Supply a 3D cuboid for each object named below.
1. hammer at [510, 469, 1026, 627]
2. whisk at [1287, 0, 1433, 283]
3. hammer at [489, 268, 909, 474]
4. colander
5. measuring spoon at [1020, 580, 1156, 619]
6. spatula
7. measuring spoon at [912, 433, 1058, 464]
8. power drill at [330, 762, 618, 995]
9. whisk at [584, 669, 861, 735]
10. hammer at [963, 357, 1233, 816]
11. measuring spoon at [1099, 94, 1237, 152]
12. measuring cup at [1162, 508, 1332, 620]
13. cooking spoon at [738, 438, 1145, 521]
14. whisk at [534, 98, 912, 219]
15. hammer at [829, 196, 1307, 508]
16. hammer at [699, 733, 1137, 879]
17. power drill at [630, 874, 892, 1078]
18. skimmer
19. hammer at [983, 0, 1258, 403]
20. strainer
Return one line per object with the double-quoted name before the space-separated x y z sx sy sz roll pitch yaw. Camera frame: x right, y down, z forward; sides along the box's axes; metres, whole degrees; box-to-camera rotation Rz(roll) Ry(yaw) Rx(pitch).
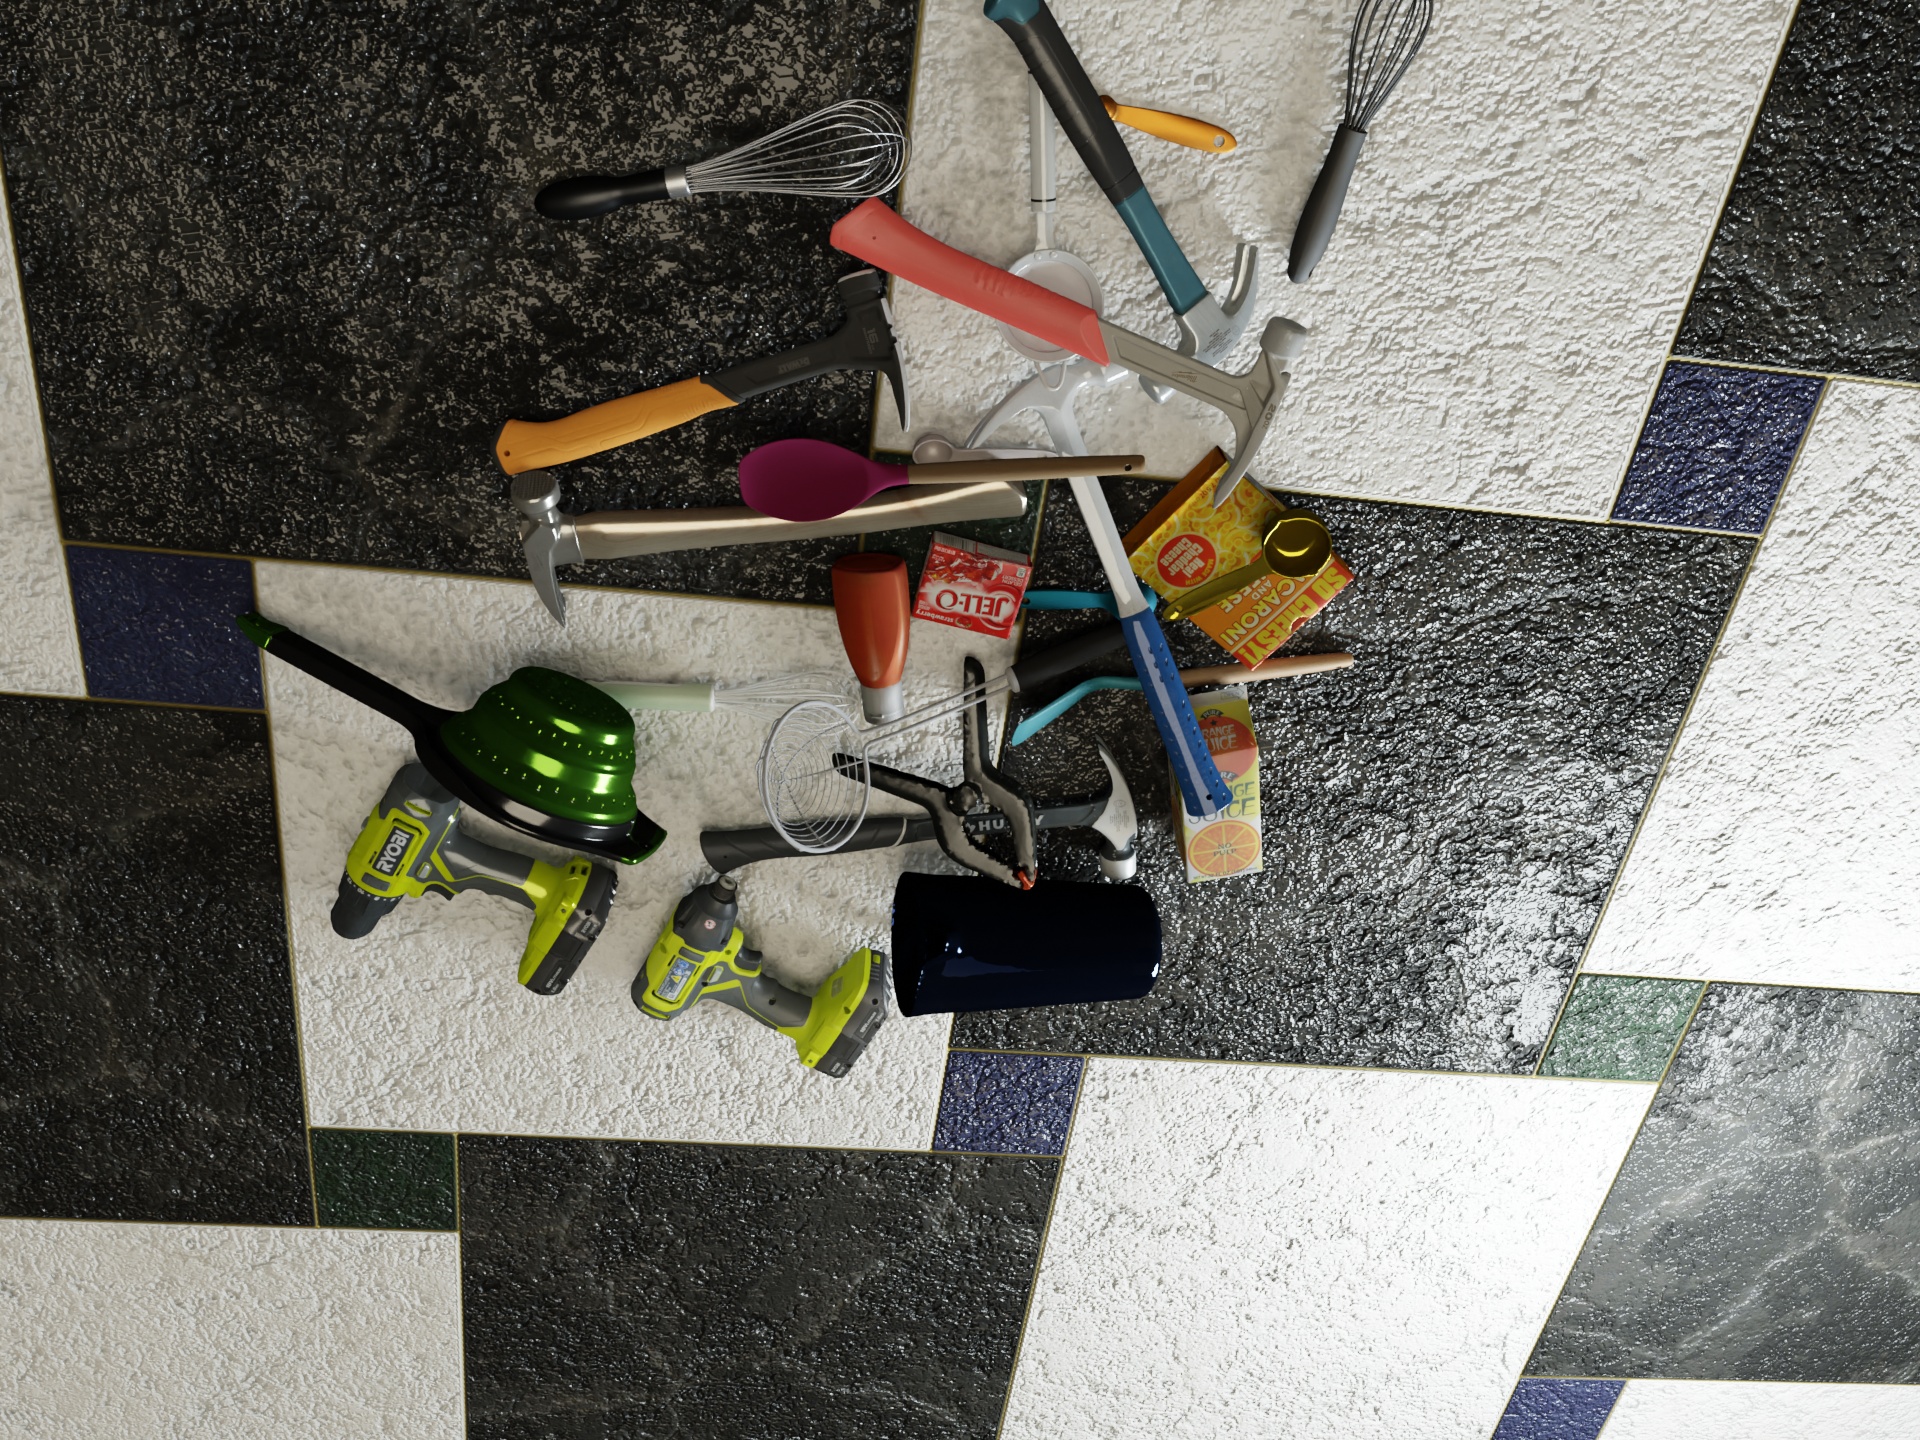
"hammer" -0.150 -0.157 1.315 0.410 0.038 0.146 -6 139 -6
"whisk" 0.294 -0.441 1.190 0.055 0.055 0.238 10 123 -11
"hammer" -0.208 -0.247 1.255 0.337 0.034 0.127 -15 102 7
"colander" -0.411 -0.021 1.326 0.397 0.204 0.094 29 101 0
"measuring spoon" 0.105 -0.099 1.378 0.128 0.021 0.042 1 132 7
"spatula" 0.200 -0.026 1.429 0.317 0.044 0.082 -7 165 -4
"measuring spoon" 0.021 -0.224 1.315 0.124 0.018 0.034 0 146 -13
"power drill" -0.453 0.161 1.466 0.228 0.080 0.190 28 114 -17
"whisk" -0.211 -0.020 1.401 0.246 0.058 0.059 3 86 -3
"hammer" 0.135 -0.098 1.322 0.144 0.035 0.405 -25 108 -3
"measuring spoon" 0.154 -0.446 1.193 0.117 0.011 0.021 11 119 -11
"measuring cup" 0.238 -0.128 1.341 0.156 0.029 0.062 -27 119 24
"cooking spoon" -0.015 -0.194 1.246 0.319 0.017 0.068 -2 117 3
"whisk" -0.175 -0.400 1.168 0.284 0.070 0.070 -8 121 5
"hammer" 0.069 -0.294 1.201 0.359 0.037 0.149 23 118 0
"hammer" -0.038 0.099 1.489 0.409 0.036 0.149 -5 120 -2
"power drill" -0.185 0.246 1.539 0.223 0.080 0.171 25 119 -16
"skimmer" -0.002 -0.004 1.349 0.363 0.090 0.127 -23 108 -9
"hammer" 0.116 -0.402 1.180 0.128 0.033 0.330 -39 119 -1
"strainer" 0.064 -0.384 1.207 0.087 0.050 0.258 -6 115 -6
